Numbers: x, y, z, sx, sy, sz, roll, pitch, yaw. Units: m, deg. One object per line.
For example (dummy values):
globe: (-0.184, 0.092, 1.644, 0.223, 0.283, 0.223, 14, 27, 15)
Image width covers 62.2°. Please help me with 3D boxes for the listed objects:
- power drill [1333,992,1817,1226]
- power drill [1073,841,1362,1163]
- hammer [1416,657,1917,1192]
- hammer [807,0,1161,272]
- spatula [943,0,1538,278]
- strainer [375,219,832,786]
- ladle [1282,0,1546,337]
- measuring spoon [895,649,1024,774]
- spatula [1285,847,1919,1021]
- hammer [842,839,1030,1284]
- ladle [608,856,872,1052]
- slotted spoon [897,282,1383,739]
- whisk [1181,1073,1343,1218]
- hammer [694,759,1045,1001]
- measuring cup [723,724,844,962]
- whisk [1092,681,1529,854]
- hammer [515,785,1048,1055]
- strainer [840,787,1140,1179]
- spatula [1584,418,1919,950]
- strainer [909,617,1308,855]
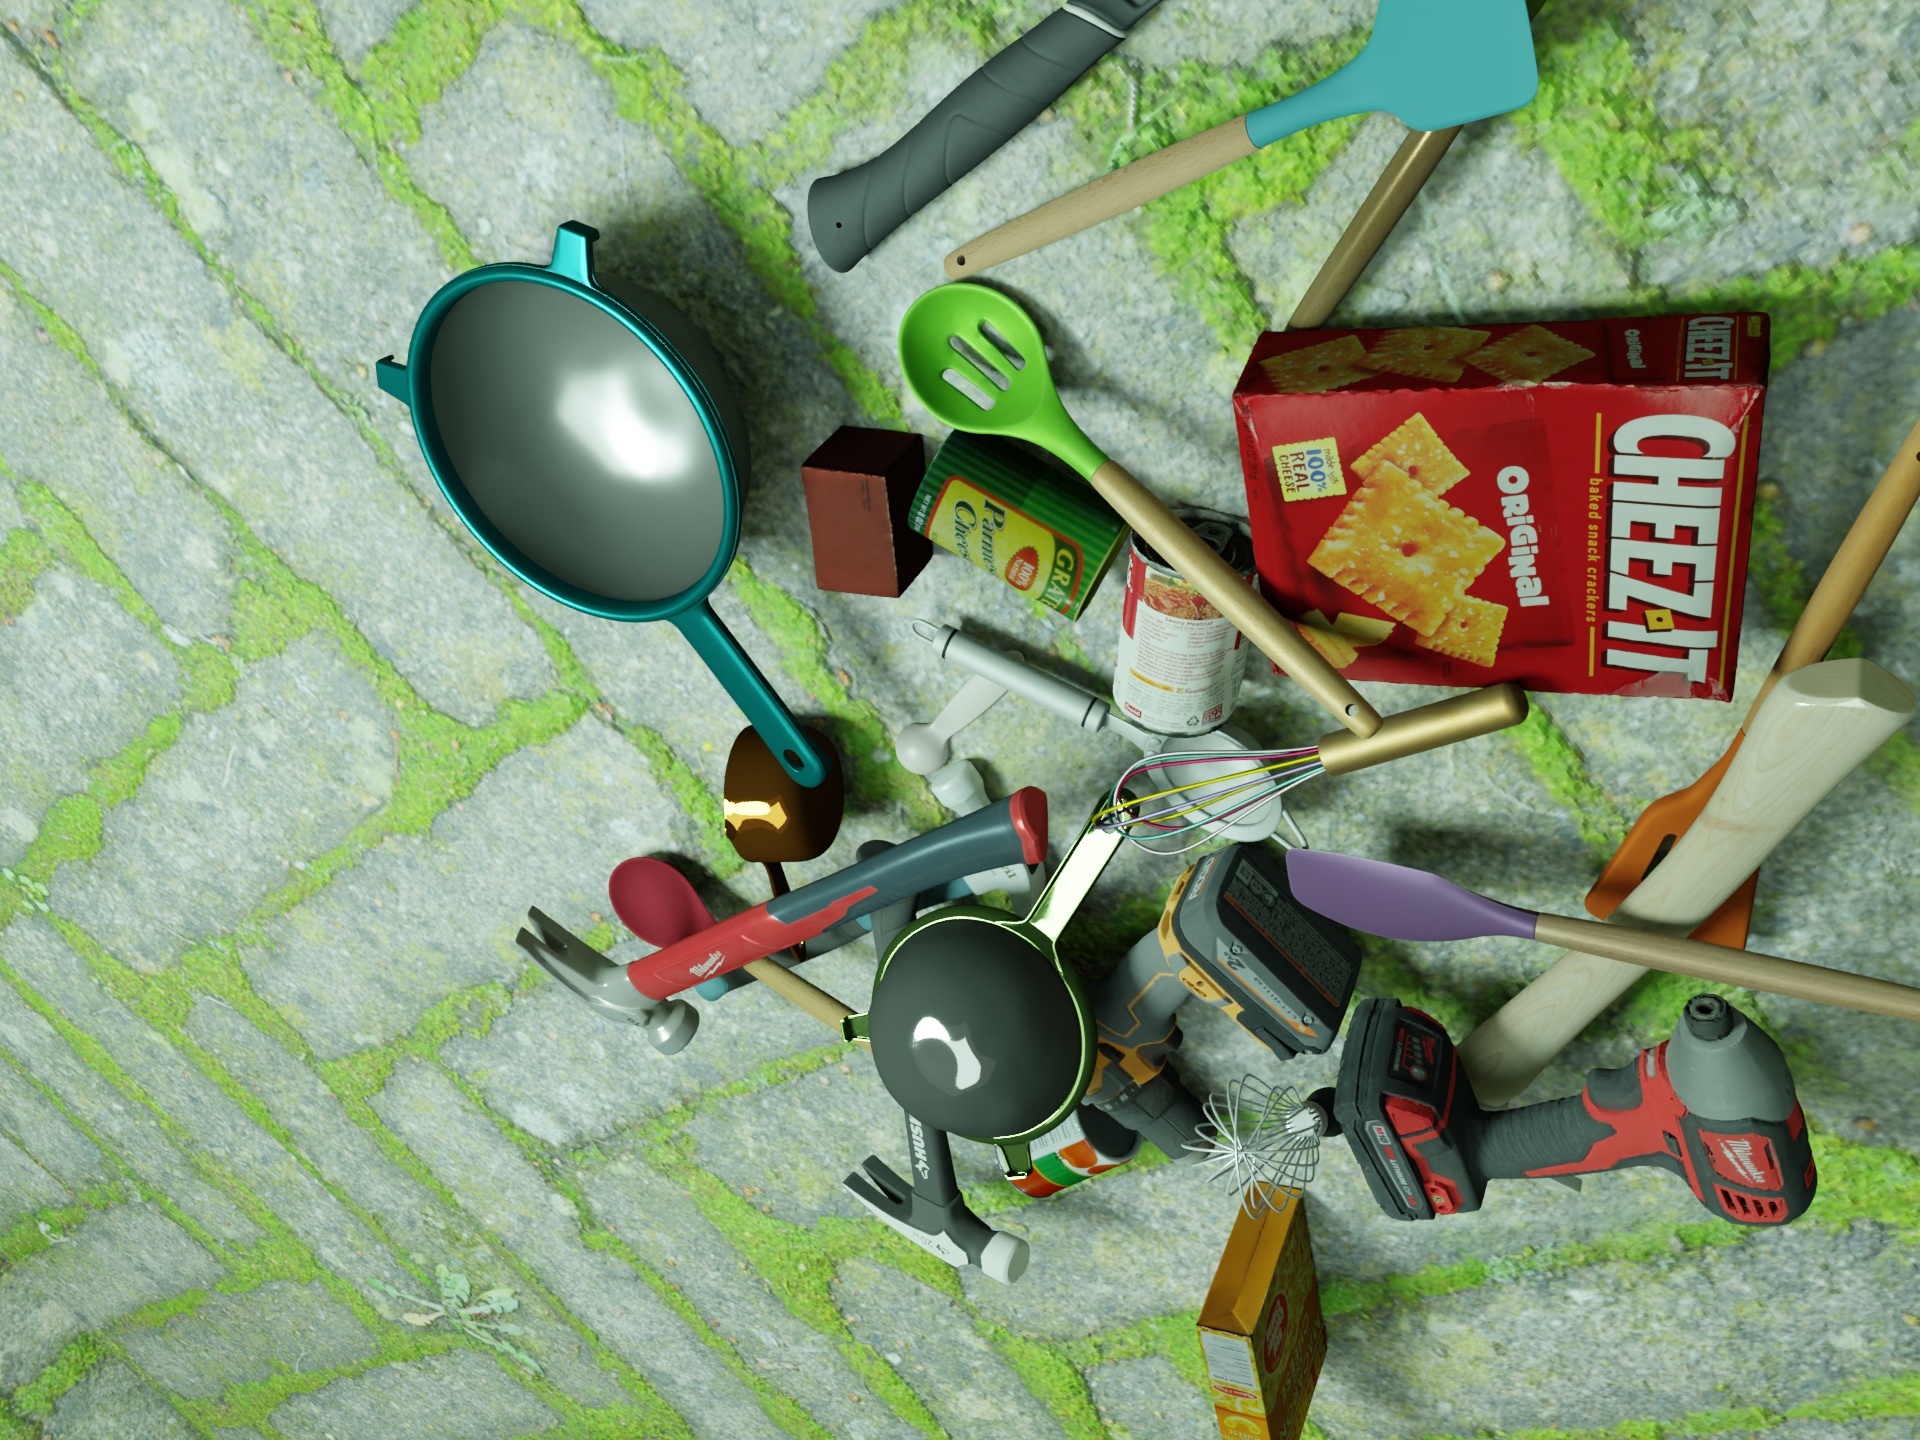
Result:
power drill: (0.319, 0.201, 0.836, 0.220, 0.079, 0.143, -9, 126, 31)
power drill: (0.141, 0.187, 0.982, 0.185, 0.084, 0.226, 44, 135, -9)
hammer: (0.351, 0.120, 0.820, 0.146, 0.038, 0.410, 26, 138, 6)
hammer: (0.077, -0.310, 0.685, 0.409, 0.036, 0.149, -26, 110, 38)
spatula: (0.099, -0.245, 0.681, 0.317, 0.044, 0.082, -10, 98, 45)
strainer: (-0.159, -0.117, 0.906, 0.211, 0.095, 0.340, -18, 115, 38)
ladle: (0.202, -0.250, 0.620, 0.078, 0.062, 0.320, 22, 143, -7)
measuring spoon: (-0.002, -0.003, 0.955, 0.034, 0.018, 0.124, 42, 130, -5)
spatula: (0.313, 0.109, 0.789, 0.316, 0.018, 0.059, 9, 135, 32)
hammer: (-0.034, 0.227, 1.069, 0.146, 0.035, 0.334, 14, 124, 36)
ladle: (-0.125, 0.173, 1.080, 0.316, 0.031, 0.069, 26, 117, 32)
slotted spoon: (0.085, -0.102, 0.771, 0.314, 0.031, 0.070, 46, 105, 17)
whisk: (0.187, 0.226, 0.891, 0.070, 0.284, 0.070, -4, 81, 23)
hammer: (-0.076, 0.134, 1.083, 0.331, 0.033, 0.128, -26, 107, 38)
measuring cup: (-0.100, 0.083, 1.016, 0.052, 0.095, 0.173, -3, 117, 18)
whisk: (0.169, 0.023, 0.807, 0.245, 0.051, 0.047, -20, 130, 38)
hammer: (-0.109, 0.111, 0.972, 0.386, 0.038, 0.143, -26, 123, 35)
strainer: (0.025, 0.147, 0.922, 0.151, 0.069, 0.256, 37, 114, 17)
spatula: (0.374, -0.004, 0.728, 0.081, 0.041, 0.322, 18, 141, 15)
strainer: (0.085, -0.002, 0.895, 0.258, 0.050, 0.086, 27, 145, 11)
